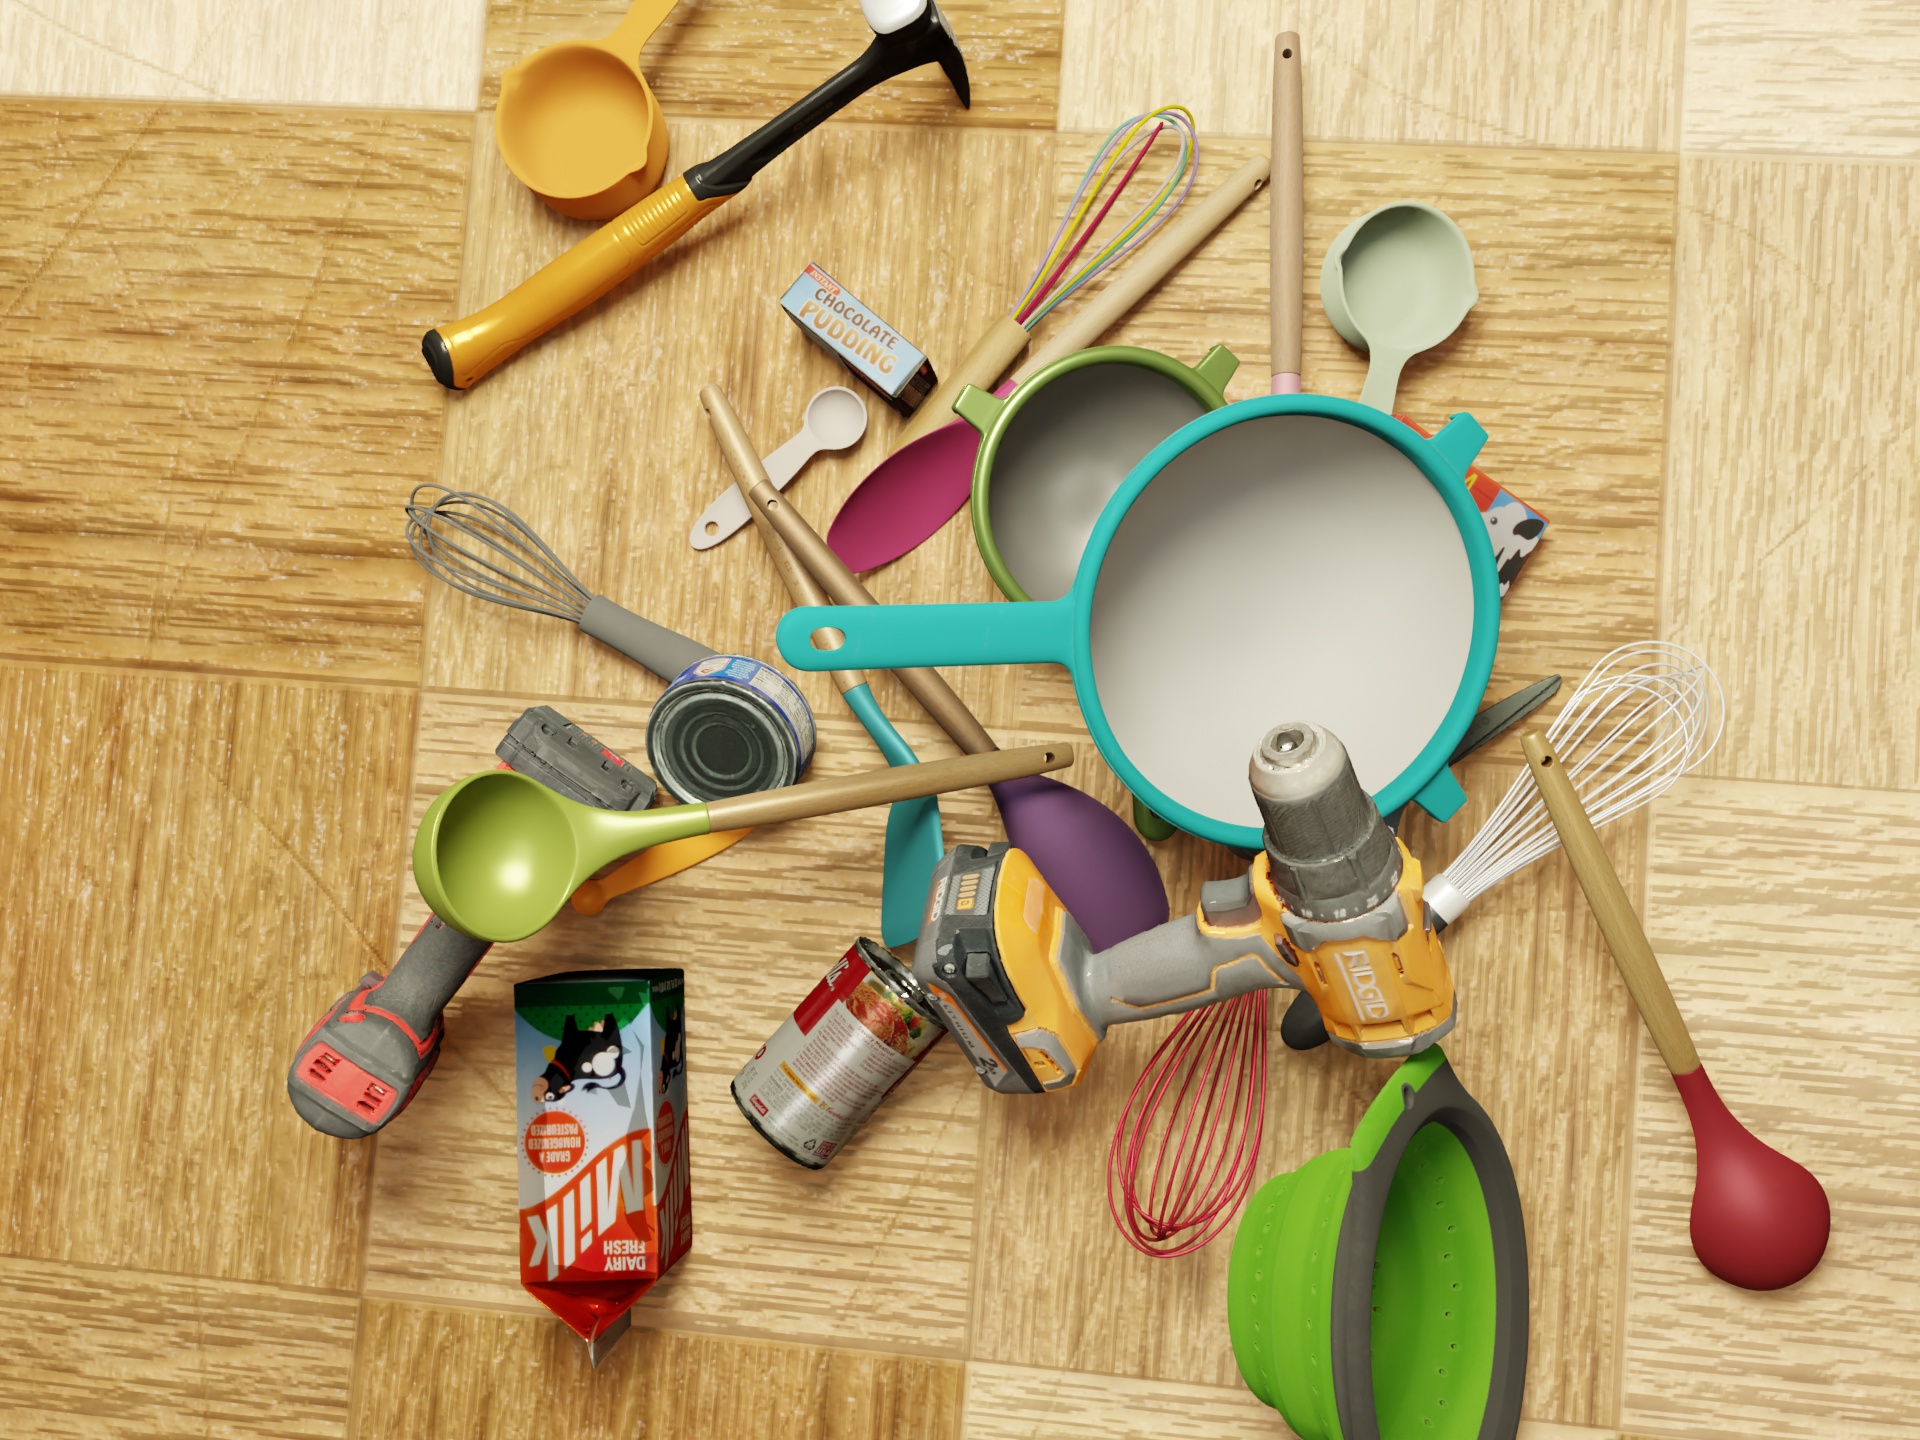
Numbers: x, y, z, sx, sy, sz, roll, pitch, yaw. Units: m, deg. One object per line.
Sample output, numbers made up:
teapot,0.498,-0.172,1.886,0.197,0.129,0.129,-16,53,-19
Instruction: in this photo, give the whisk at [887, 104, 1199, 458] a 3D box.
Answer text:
whisk,0.042,-0.232,0.855,0.051,0.047,0.245,40,93,5

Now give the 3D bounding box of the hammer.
hammer,-0.148,-0.277,0.858,0.337,0.127,0.034,-30,86,12

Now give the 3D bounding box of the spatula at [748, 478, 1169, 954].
spatula,-0.001,-0.003,0.831,0.060,0.018,0.316,-41,95,-2

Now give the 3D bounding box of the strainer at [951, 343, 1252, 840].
strainer,0.080,-0.065,0.836,0.151,0.069,0.256,-12,103,-13

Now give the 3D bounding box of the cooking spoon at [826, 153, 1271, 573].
cooking spoon,0.050,-0.194,0.852,0.319,0.068,0.017,-43,55,-3

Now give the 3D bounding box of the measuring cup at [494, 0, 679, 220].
measuring cup,-0.182,-0.356,0.879,0.095,0.052,0.173,34,88,6

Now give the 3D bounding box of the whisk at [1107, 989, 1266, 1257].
whisk,0.146,0.130,0.815,0.073,0.073,0.296,20,81,6

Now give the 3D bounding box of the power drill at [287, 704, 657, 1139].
power drill,-0.250,0.102,0.814,0.078,0.143,0.220,37,85,-9

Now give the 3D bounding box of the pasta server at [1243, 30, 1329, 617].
pasta server,0.171,-0.206,0.842,0.060,0.040,0.316,1,86,5

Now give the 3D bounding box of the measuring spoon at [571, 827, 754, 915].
measuring spoon,-0.161,0.075,0.866,0.117,0.011,0.021,-27,84,3

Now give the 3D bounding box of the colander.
colander,0.211,0.353,0.772,0.094,0.204,0.397,-6,103,38

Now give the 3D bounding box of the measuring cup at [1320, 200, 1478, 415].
measuring cup,0.215,-0.186,0.836,0.083,0.038,0.167,11,96,-14

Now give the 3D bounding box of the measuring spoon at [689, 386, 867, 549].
measuring spoon,-0.101,-0.136,0.877,0.124,0.018,0.034,-40,85,8

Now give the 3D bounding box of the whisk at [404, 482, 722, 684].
whisk,-0.198,-0.060,0.863,0.239,0.055,0.055,29,89,2

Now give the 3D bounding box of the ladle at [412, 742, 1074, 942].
ladle,-0.092,0.042,0.753,0.320,0.062,0.078,-9,91,-16

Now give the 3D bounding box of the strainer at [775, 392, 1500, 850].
strainer,0.080,-0.047,0.755,0.340,0.095,0.211,-2,101,-11

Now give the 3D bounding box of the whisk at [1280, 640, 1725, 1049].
whisk,0.269,0.068,0.809,0.284,0.070,0.070,-44,84,6

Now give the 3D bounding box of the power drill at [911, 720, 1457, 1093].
power drill,0.094,0.088,0.718,0.226,0.185,0.084,-11,40,22

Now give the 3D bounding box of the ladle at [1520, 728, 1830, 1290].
ladle,0.344,0.146,0.776,0.069,0.031,0.315,-26,95,6

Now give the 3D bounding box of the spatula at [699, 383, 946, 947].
spatula,-0.075,-0.037,0.841,0.044,0.082,0.317,-22,82,-30
